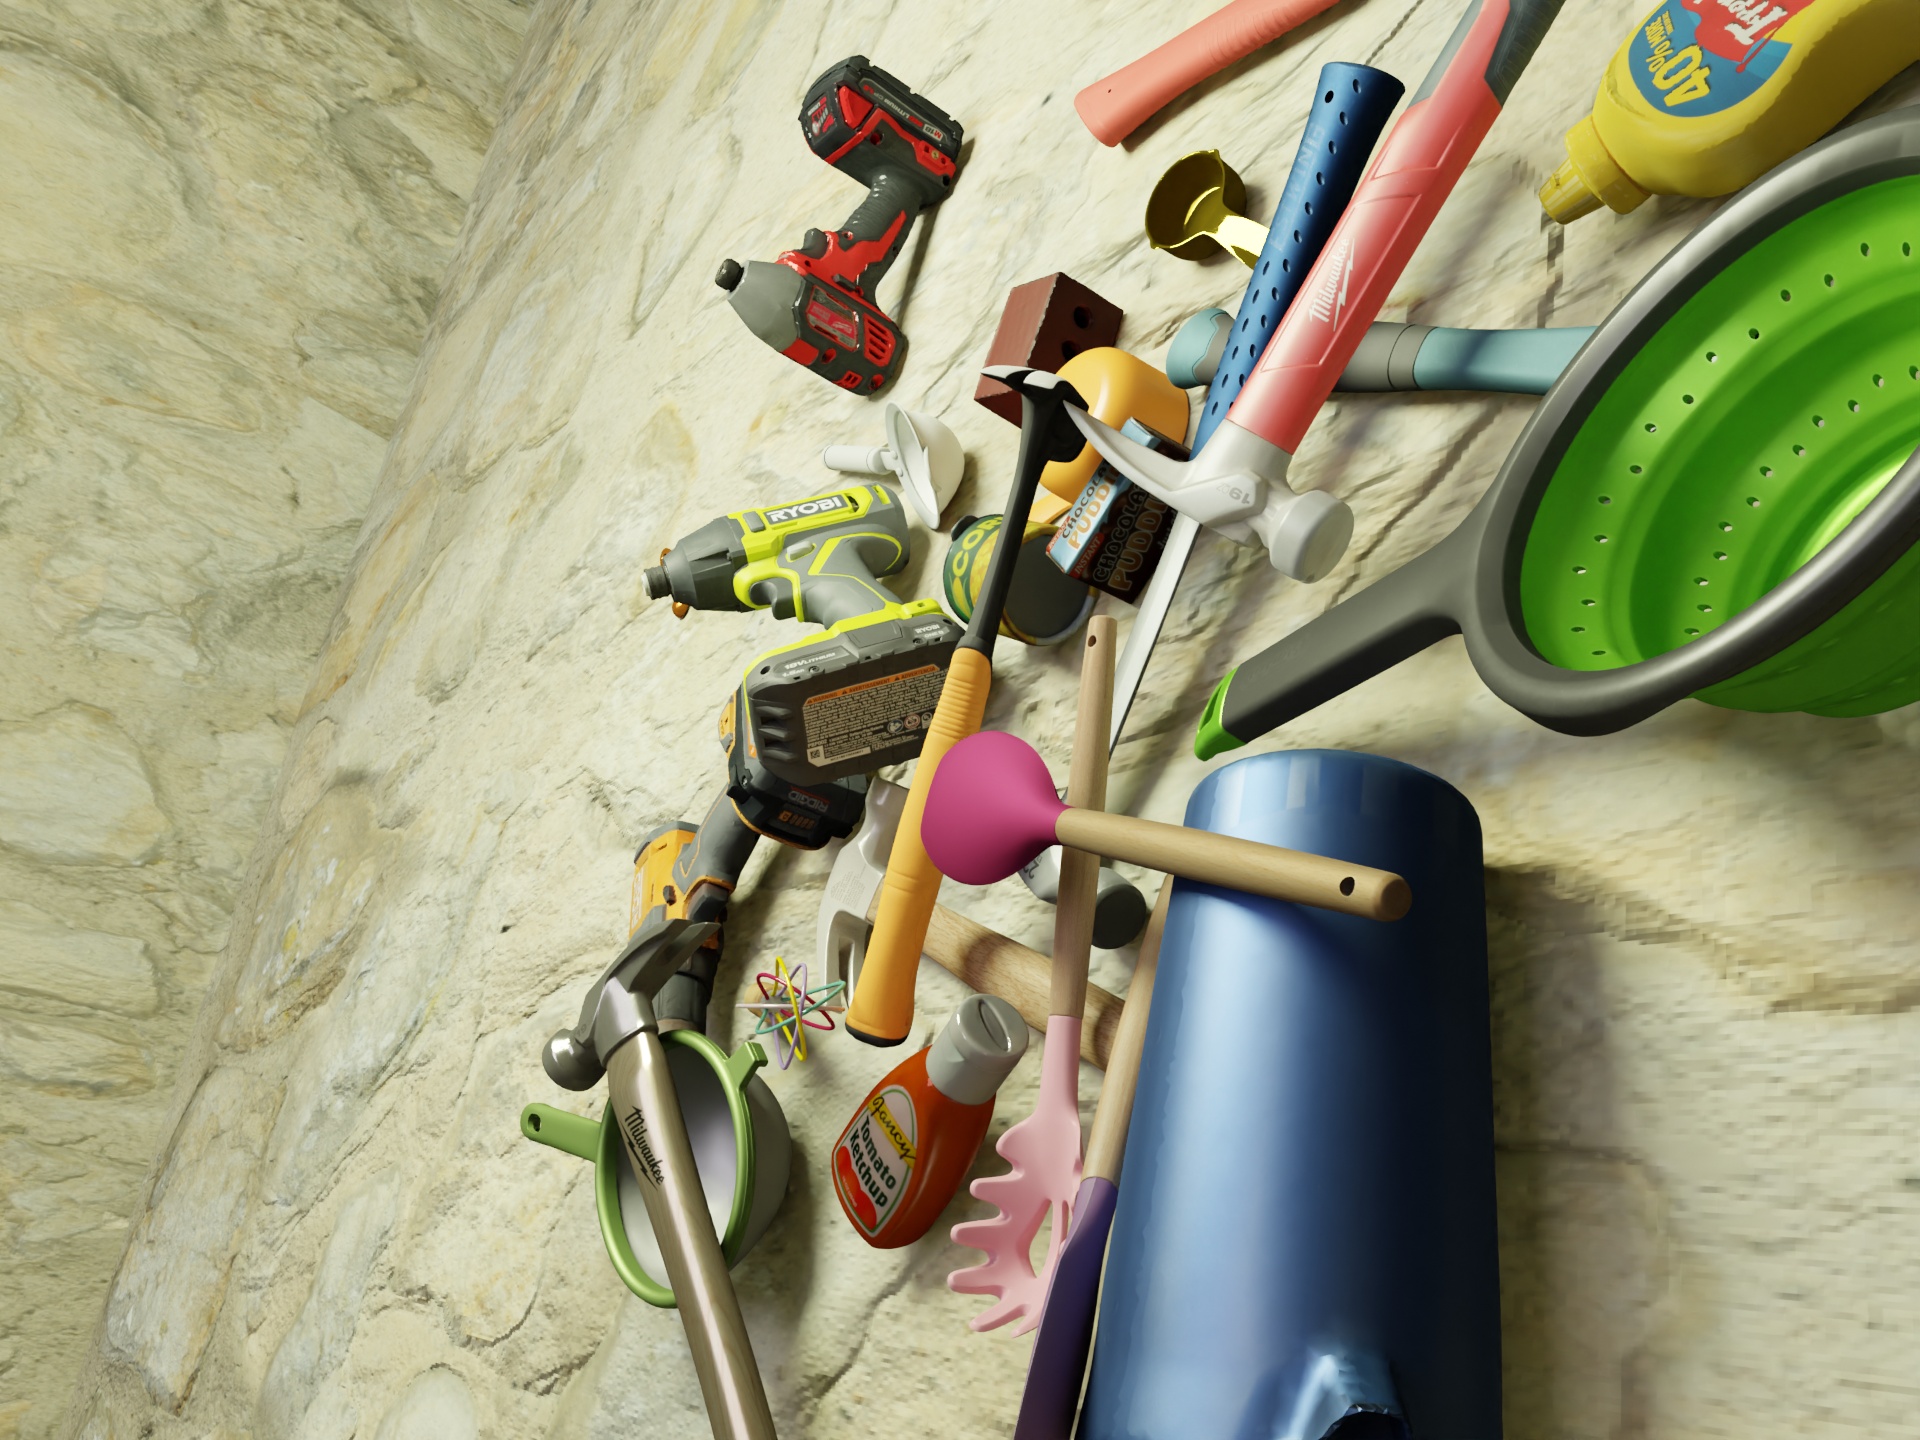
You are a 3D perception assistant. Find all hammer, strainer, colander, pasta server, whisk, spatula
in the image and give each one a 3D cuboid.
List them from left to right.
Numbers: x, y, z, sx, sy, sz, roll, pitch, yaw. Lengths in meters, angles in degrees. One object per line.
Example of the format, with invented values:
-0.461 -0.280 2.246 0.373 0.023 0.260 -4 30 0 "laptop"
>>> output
-0.177 0.257 0.950 0.256 0.069 0.151 -4 78 48 "strainer"
-0.121 0.297 0.799 0.146 0.038 0.411 -47 51 28 "hammer"
-0.100 0.153 0.875 0.051 0.047 0.245 -43 2 -14 "whisk"
-0.050 -0.179 1.084 0.259 0.050 0.086 23 134 64 "strainer"
-0.001 -0.002 0.772 0.127 0.034 0.337 -2 -72 -77 "hammer"
0.013 0.124 0.801 0.331 0.031 0.130 20 87 59 "hammer"
0.044 0.101 0.695 0.060 0.040 0.316 -8 69 41 "pasta server"
0.057 0.158 0.596 0.018 0.059 0.316 0 33 18 "spatula"
0.107 -0.103 0.752 0.144 0.035 0.405 39 111 59 "hammer"
0.191 -0.408 0.870 0.359 0.036 0.149 -7 65 55 "hammer"
0.199 -0.161 0.701 0.331 0.033 0.128 24 90 59 "hammer"
0.189 -0.255 0.655 0.143 0.038 0.386 37 104 32 "hammer"
0.220 -0.042 0.541 0.397 0.094 0.205 -37 25 58 "colander"

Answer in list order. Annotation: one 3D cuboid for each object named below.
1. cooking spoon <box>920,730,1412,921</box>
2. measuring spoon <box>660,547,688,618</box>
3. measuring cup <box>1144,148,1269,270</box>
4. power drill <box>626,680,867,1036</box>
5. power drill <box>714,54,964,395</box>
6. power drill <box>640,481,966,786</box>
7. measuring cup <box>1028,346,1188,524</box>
0.054 0.042 0.595 0.319 0.017 0.069 7 79 63 "cooking spoon"
-0.252 -0.122 1.382 0.021 0.011 0.117 -55 33 18 "measuring spoon"
0.154 -0.254 0.846 0.062 0.029 0.157 -56 45 18 "measuring cup"
-0.146 0.094 1.008 0.226 0.084 0.186 -52 28 30 "power drill"
-0.090 -0.363 1.168 0.078 0.143 0.220 -9 61 58 "power drill"
-0.091 -0.061 0.962 0.223 0.171 0.080 -123 23 -50 "power drill"
0.049 -0.142 0.896 0.173 0.052 0.095 -32 45 40 "measuring cup"
